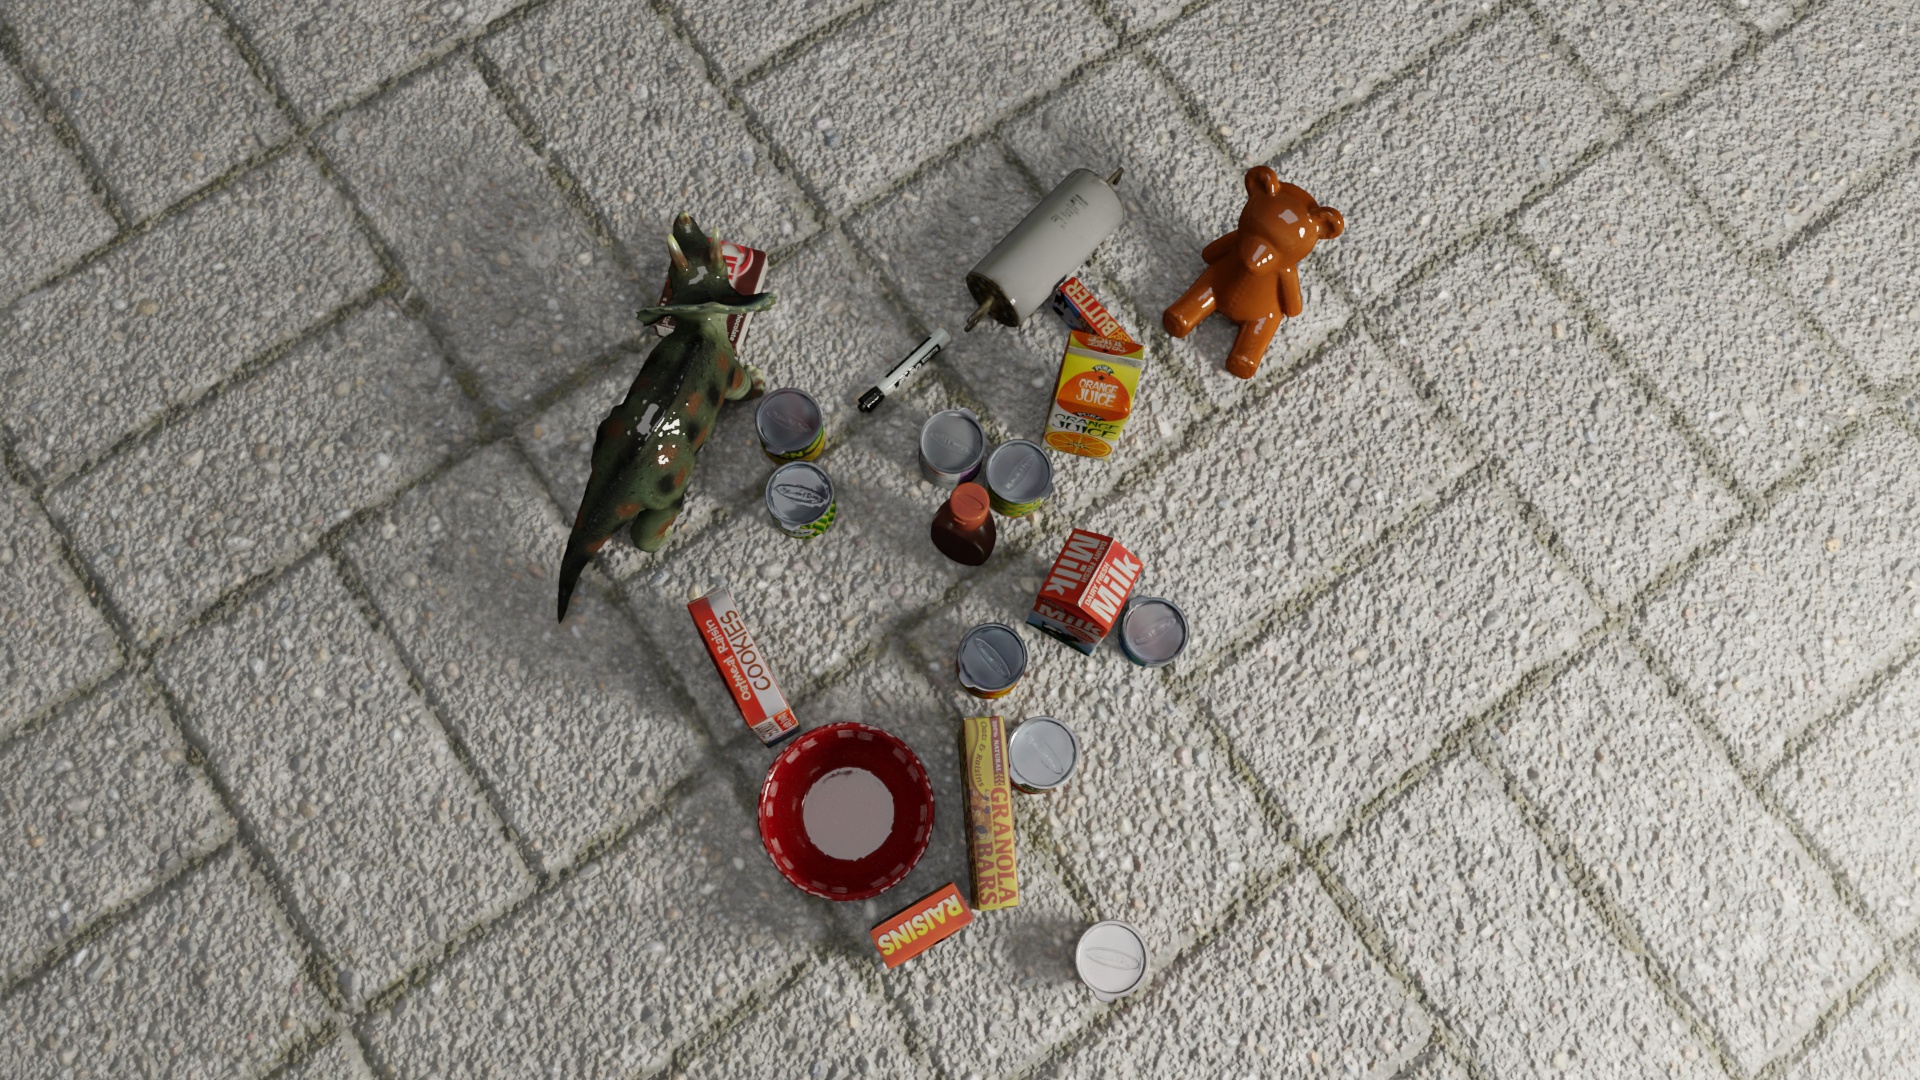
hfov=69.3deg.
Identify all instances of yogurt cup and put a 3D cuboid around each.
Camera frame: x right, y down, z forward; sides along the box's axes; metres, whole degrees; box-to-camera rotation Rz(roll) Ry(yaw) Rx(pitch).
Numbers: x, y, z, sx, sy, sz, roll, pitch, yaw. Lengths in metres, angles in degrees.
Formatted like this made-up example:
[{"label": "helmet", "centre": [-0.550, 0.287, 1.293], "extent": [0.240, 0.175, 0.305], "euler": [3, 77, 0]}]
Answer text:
[{"label": "yogurt cup", "centre": [0.135, 0.380, 1.266], "extent": [0.072, 0.053, 0.072], "euler": [1, 75, -2]}]

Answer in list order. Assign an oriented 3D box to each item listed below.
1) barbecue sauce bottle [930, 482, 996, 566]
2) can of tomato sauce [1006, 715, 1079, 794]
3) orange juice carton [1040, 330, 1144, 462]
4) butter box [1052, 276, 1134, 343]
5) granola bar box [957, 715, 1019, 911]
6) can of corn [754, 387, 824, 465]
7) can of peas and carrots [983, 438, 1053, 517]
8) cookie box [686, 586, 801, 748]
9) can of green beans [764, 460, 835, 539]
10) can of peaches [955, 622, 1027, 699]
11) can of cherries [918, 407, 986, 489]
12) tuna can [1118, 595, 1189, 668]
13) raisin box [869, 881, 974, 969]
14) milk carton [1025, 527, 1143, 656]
[{"label": "barbecue sauce bottle", "centre": [0.005, -0.017, 1.318], "extent": [0.065, 0.148, 0.044], "euler": [29, 76, 5]}, {"label": "can of tomato sauce", "centre": [0.072, 0.203, 1.296], "extent": [0.071, 0.083, 0.071], "euler": [1, 75, -2]}, {"label": "orange juice carton", "centre": [0.127, -0.143, 1.335], "extent": [0.072, 0.192, 0.073], "euler": [13, 75, 1]}, {"label": "butter box", "centre": [0.138, -0.219, 1.427], "extent": [0.024, 0.053, 0.103], "euler": [-38, 80, -11]}, {"label": "granola bar box", "centre": [0.025, 0.249, 1.260], "extent": [0.039, 0.124, 0.166], "euler": [-4, 75, -4]}, {"label": "can of corn", "centre": [-0.170, -0.109, 1.381], "extent": [0.071, 0.058, 0.071], "euler": [1, 75, -2]}, {"label": "can of peas and carrots", "centre": [0.059, -0.060, 1.378], "extent": [0.071, 0.058, 0.071], "euler": [1, 75, -2]}, {"label": "cookie box", "centre": [-0.195, 0.119, 1.262], "extent": [0.040, 0.167, 0.123], "euler": [-28, 78, -9]}, {"label": "can of green beans", "centre": [-0.156, -0.039, 1.363], "extent": [0.071, 0.057, 0.071], "euler": [1, 75, -2]}, {"label": "can of peaches", "centre": [0.027, 0.117, 1.329], "extent": [0.071, 0.058, 0.071], "euler": [1, 75, -2]}, {"label": "can of cherries", "centre": [-0.007, -0.092, 1.384], "extent": [0.071, 0.058, 0.071], "euler": [1, 75, -2]}, {"label": "tuna can", "centre": [0.187, 0.089, 1.358], "extent": [0.071, 0.032, 0.071], "euler": [1, 75, -3]}, {"label": "raisin box", "centre": [-0.035, 0.341, 1.233], "extent": [0.086, 0.123, 0.040], "euler": [-28, 78, -9]}, {"label": "milk carton", "centre": [0.115, 0.047, 1.284], "extent": [0.073, 0.190, 0.072], "euler": [28, 76, 5]}]
